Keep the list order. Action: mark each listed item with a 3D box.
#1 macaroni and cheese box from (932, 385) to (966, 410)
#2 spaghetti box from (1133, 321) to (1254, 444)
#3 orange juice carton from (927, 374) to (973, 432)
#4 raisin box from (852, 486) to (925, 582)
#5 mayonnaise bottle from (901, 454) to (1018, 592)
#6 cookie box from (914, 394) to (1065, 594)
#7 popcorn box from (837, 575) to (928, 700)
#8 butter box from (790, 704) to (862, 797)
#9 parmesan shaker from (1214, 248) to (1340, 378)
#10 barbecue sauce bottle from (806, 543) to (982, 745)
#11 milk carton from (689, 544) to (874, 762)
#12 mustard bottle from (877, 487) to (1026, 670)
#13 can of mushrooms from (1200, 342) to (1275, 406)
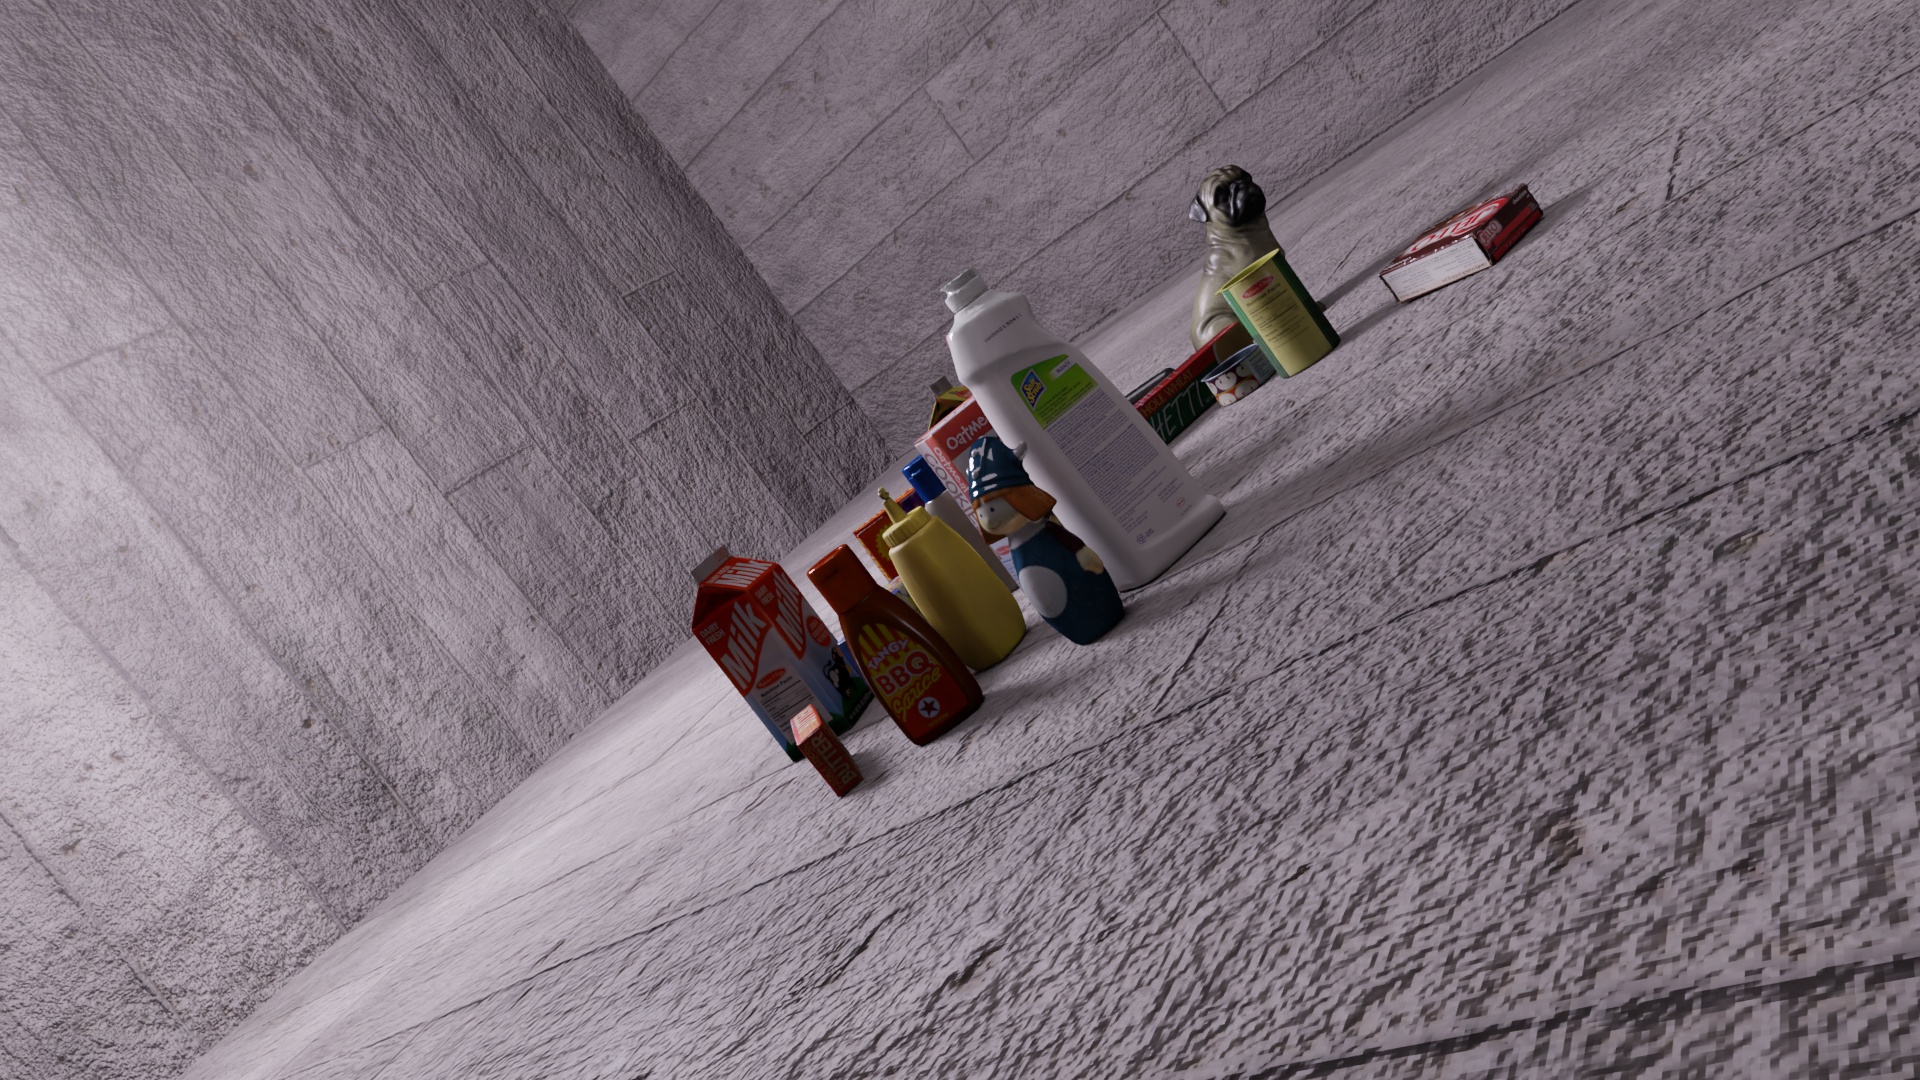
[{"bbox_3d":[0.068,-0.111,1.490,0.123,0.166,0.040,-35,7,10],"label":"macaroni and cheese box"},{"bbox_3d":[0.217,-0.138,1.425,0.251,0.050,0.028,-40,8,-26],"label":"spaghetti box"},{"bbox_3d":[0.034,-0.075,1.326,0.073,0.192,0.072,-34,8,19],"label":"orange juice carton"},{"bbox_3d":[-0.034,0.016,1.344,0.086,0.123,0.040,-38,7,-7],"label":"raisin box"},{"bbox_3d":[0.005,-0.016,1.267,0.064,0.148,0.041,-33,8,26],"label":"mayonnaise bottle"},{"bbox_3d":[0.057,-0.053,1.182,0.123,0.167,0.040,-41,8,-29],"label":"cookie box"},{"bbox_3d":[-0.040,0.083,1.111,0.038,0.085,0.127,-33,8,25],"label":"popcorn box"},{"bbox_3d":[-0.103,0.158,1.055,0.024,0.053,0.103,-38,7,-7],"label":"butter box"},{"bbox_3d":[0.296,-0.209,1.296,0.071,0.103,0.071,-36,7,5],"label":"parmesan shaker"},{"bbox_3d":[-0.051,0.071,0.986,0.065,0.148,0.044,-35,7,14],"label":"barbecue sauce bottle"},{"bbox_3d":[-0.167,0.091,1.227,0.073,0.190,0.072,-34,8,23],"label":"milk carton"},{"bbox_3d":[-0.015,0.023,1.070,0.048,0.160,0.066,-31,9,40],"label":"mustard bottle"},{"bbox_3d":[0.276,-0.164,1.378,0.071,0.033,0.071,-36,7,5],"label":"can of mushrooms"}]
